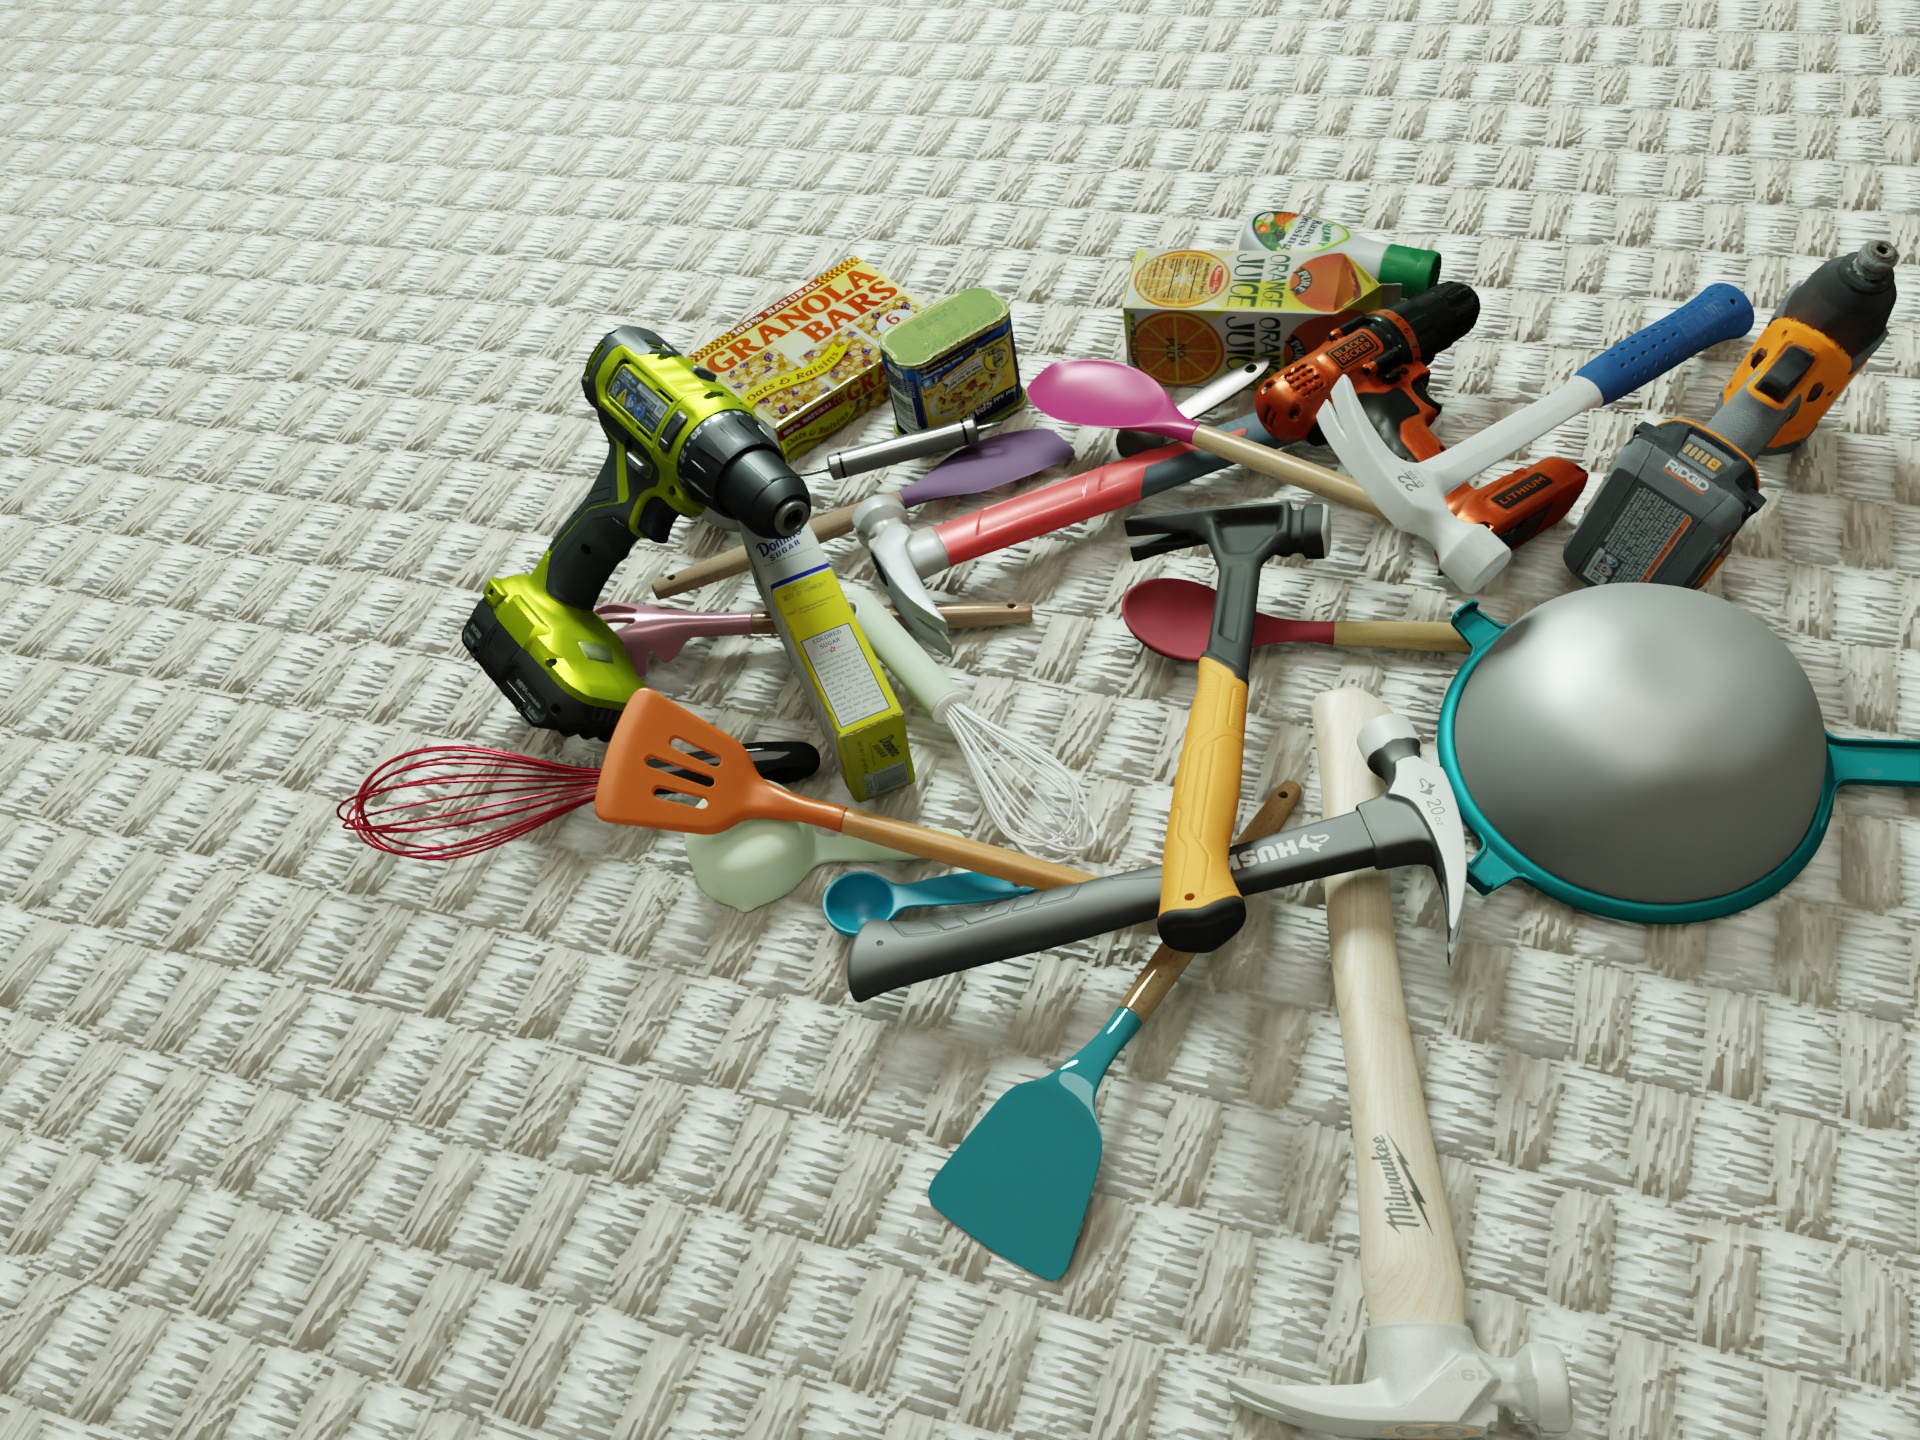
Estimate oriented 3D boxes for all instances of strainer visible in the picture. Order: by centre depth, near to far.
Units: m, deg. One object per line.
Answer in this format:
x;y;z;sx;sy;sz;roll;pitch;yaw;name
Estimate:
0.436;0.000;0.852;0.340;0.095;0.211;3;57;10;strainer
-0.095;-0.176;1.126;0.258;0.050;0.087;-15;6;0;strainer

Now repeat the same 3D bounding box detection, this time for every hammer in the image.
0.203;0.150;0.821;0.146;0.038;0.411;-3;51;9;hammer
0.102;0.096;0.843;0.335;0.035;0.146;-15;46;2;hammer
0.137;-0.010;0.890;0.127;0.034;0.337;-2;43;17;hammer
0.385;-0.209;1.002;0.405;0.035;0.144;-29;70;-33;hammer
0.130;-0.156;1.064;0.386;0.038;0.143;-21;46;-10;hammer

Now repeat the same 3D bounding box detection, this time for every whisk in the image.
-0.002;-0.003;0.967;0.059;0.057;0.247;-6;44;-44;whisk
-0.233;0.040;0.977;0.296;0.073;0.073;-7;50;-2;whisk

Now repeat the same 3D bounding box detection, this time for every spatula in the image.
0.103;0.145;0.853;0.082;0.044;0.317;25;55;27;spatula
-0.044;0.062;0.899;0.322;0.041;0.081;15;75;7;spatula
-0.066;-0.146;1.104;0.316;0.018;0.060;-24;45;-18;spatula

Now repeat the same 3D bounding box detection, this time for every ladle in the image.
0.257;-0.055;0.982;0.315;0.031;0.069;3;50;11;ladle

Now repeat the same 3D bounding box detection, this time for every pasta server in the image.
-0.110;-0.061;1.057;0.316;0.040;0.060;-2;51;4;pasta server

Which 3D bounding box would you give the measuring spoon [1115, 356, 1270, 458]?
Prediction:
0.163;-0.226;1.124;0.124;0.018;0.034;-31;55;4;measuring spoon

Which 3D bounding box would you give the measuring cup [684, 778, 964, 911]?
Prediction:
-0.082;0.066;0.937;0.167;0.038;0.083;-4;51;10;measuring cup

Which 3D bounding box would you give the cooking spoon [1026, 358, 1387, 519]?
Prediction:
0.177;-0.178;1.039;0.319;0.017;0.069;28;61;31;cooking spoon

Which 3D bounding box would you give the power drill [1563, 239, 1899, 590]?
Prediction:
0.473;-0.181;0.956;0.084;0.164;0.226;40;69;18;power drill

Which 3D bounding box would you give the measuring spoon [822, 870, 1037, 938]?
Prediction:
-0.015;0.104;0.915;0.128;0.021;0.042;-7;51;-7;measuring spoon

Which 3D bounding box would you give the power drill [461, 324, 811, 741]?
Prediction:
-0.195;-0.103;0.966;0.191;0.080;0.228;43;108;32;power drill
